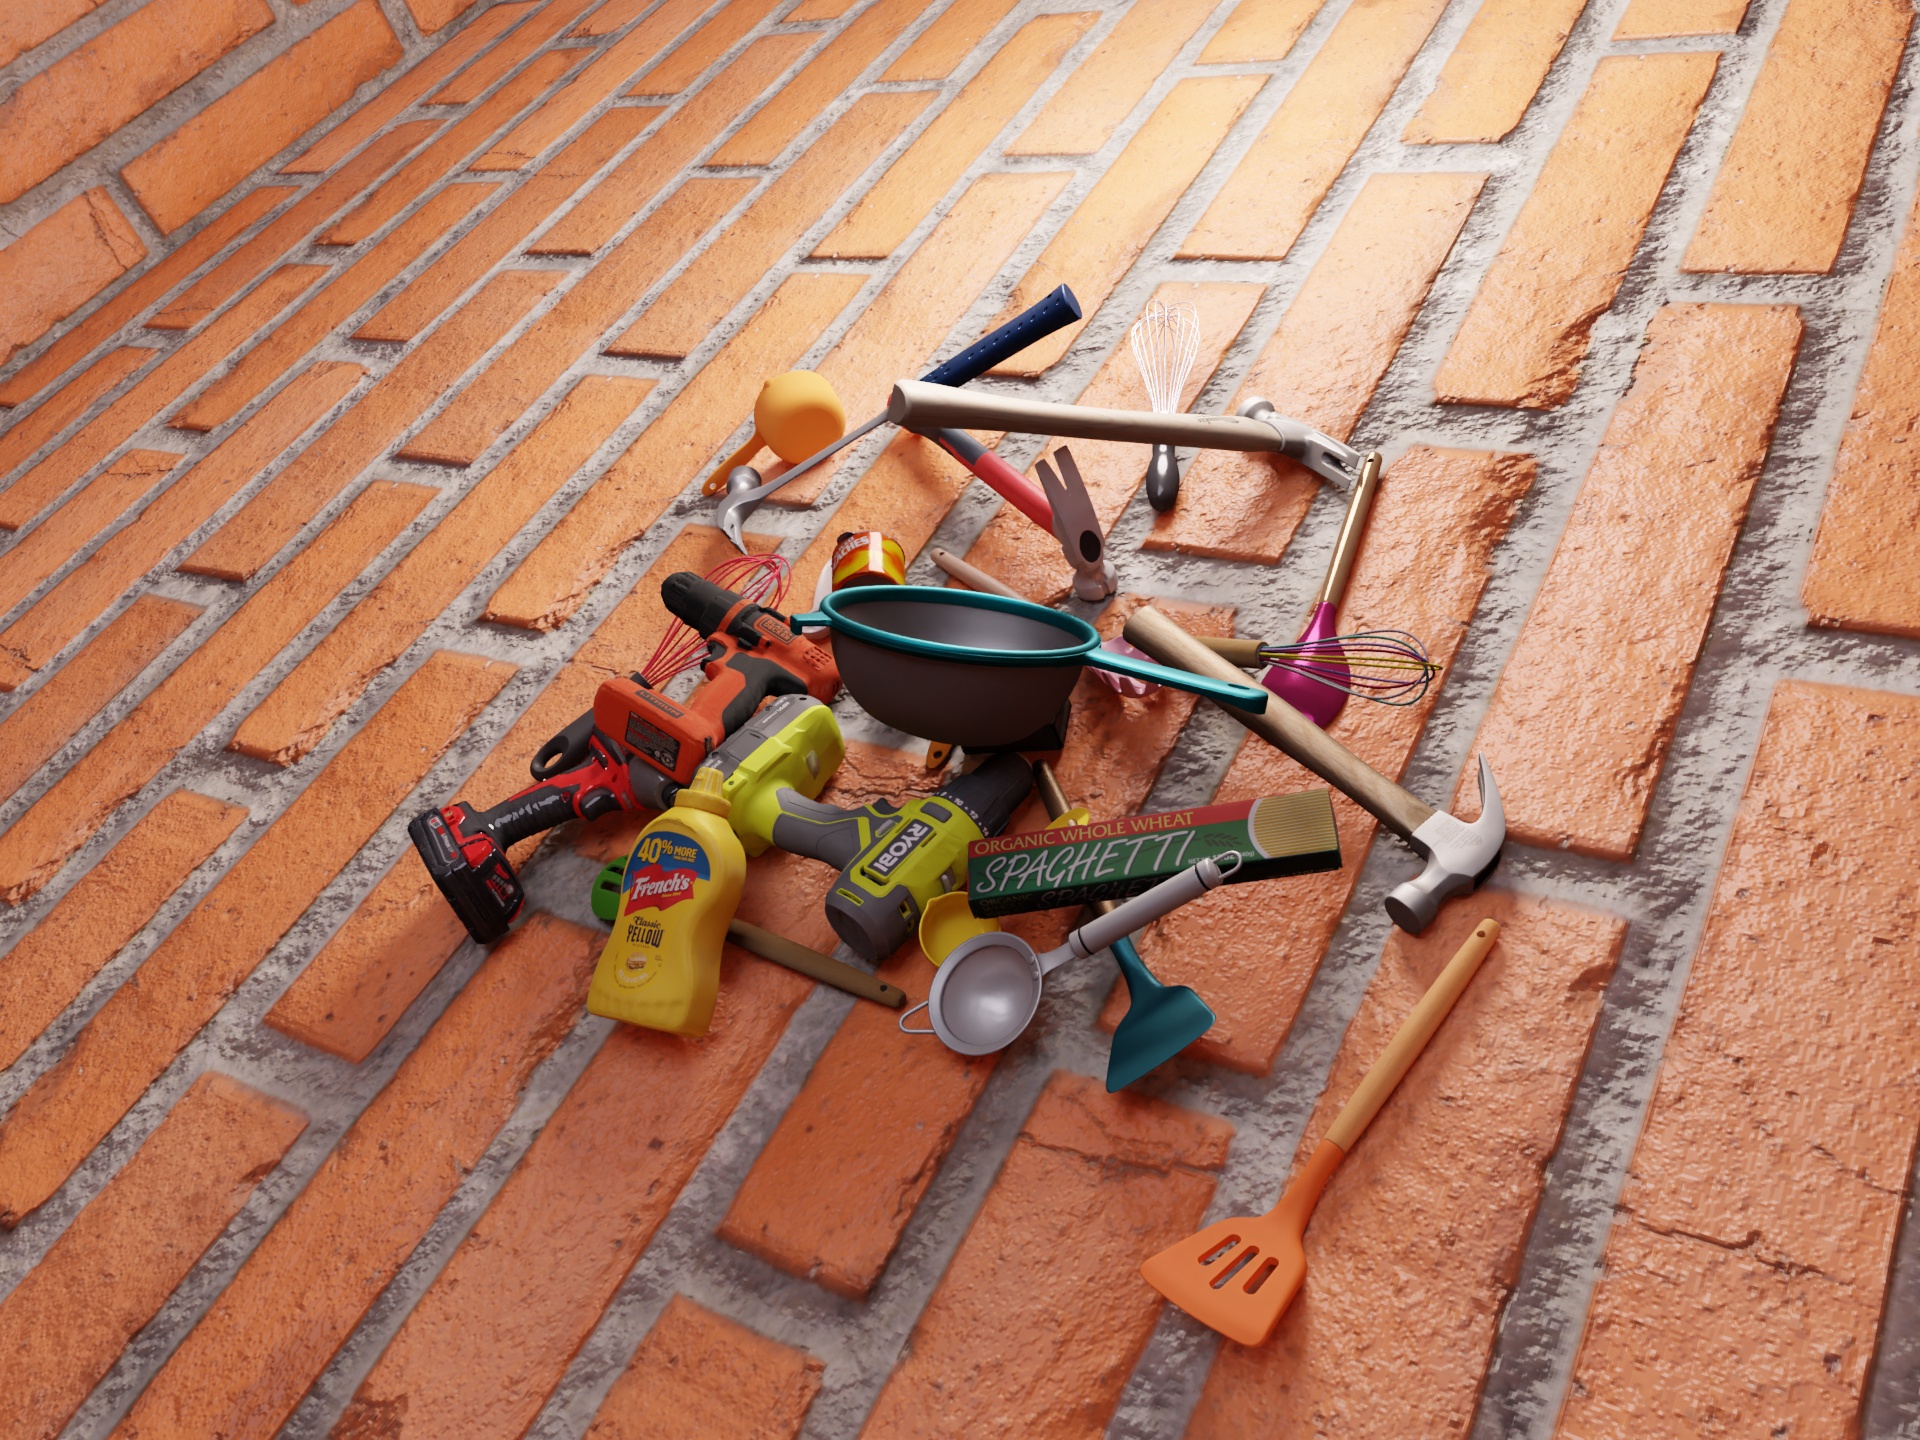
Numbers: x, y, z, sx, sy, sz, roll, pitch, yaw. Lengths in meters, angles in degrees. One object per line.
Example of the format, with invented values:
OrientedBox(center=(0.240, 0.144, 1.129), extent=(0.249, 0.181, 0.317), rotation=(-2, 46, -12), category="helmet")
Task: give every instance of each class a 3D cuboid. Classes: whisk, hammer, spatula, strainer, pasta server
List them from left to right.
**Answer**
OrientedBox(center=(-0.266, -0.048, 1.417), extent=(0.296, 0.073, 0.073), rotation=(-43, 45, -12), category="whisk")
OrientedBox(center=(-0.067, -0.283, 1.487), extent=(0.405, 0.035, 0.144), rotation=(-28, 30, 21), category="hammer")
OrientedBox(center=(0.018, -0.245, 1.446), extent=(0.038, 0.143, 0.387), rotation=(-32, 39, -9), category="hammer")
OrientedBox(center=(0.053, -0.019, 1.167), extent=(0.340, 0.095, 0.211), rotation=(15, 17, 21), category="strainer")
OrientedBox(center=(0.067, -0.090, 1.329), extent=(0.060, 0.040, 0.316), rotation=(-33, 41, -20), category="pasta server")
OrientedBox(center=(0.074, 0.151, 1.034), extent=(0.258, 0.050, 0.087), rotation=(-32, 48, 21), category="strainer")
OrientedBox(center=(0.095, 0.123, 1.095), extent=(0.082, 0.044, 0.318), rotation=(-37, 39, 12), category="spatula")
OrientedBox(center=(0.133, -0.236, 1.284), extent=(0.410, 0.038, 0.146), rotation=(-2, 29, -30), category="hammer")
OrientedBox(center=(0.190, -0.296, 1.475), extent=(0.070, 0.070, 0.285), rotation=(-7, 49, 17), category="whisk")
OrientedBox(center=(0.246, -0.045, 1.187), extent=(0.245, 0.051, 0.047), rotation=(7, 28, 45), category="whisk")
OrientedBox(center=(0.240, 0.010, 1.126), extent=(0.130, 0.031, 0.332), rotation=(-36, 53, -18), category="hammer")
OrientedBox(center=(0.231, 0.228, 0.932), extent=(0.081, 0.041, 0.323), rotation=(23, 58, 39), category="spatula")

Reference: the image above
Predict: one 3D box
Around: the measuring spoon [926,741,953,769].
OrientedBox(center=(-0.002, -0.004, 1.294), extent=(0.021, 0.011, 0.117), rotation=(5, 52, 28), category="measuring spoon")

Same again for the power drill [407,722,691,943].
OrientedBox(center=(-0.323, 0.078, 1.293), extent=(0.219, 0.078, 0.143), rotation=(-32, 37, -16), category="power drill")

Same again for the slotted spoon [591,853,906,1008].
OrientedBox(center=(-0.166, 0.156, 1.187), extent=(0.314, 0.031, 0.070), rotation=(16, 52, 33), category="slotted spoon")

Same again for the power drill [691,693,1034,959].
OrientedBox(center=(-0.074, 0.064, 1.205), extent=(0.229, 0.080, 0.190), rotation=(24, 56, 36), category="power drill")

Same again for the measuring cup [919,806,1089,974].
OrientedBox(center=(0.034, 0.118, 1.121), extent=(0.156, 0.029, 0.062), rotation=(-42, 78, -17), category="measuring cup")

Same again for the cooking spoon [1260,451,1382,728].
OrientedBox(center=(0.296, -0.107, 1.262), extent=(0.069, 0.017, 0.319), rotation=(5, 50, 27), category="cooking spoon")

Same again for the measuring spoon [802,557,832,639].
OrientedBox(center=(-0.121, -0.111, 1.453), extent=(0.034, 0.018, 0.124), rotation=(-9, 37, 15), category="measuring spoon")

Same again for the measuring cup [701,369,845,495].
OrientedBox(center=(-0.191, -0.275, 1.610), extent=(0.173, 0.095, 0.052), rotation=(-41, 47, 7), category="measuring cup")
